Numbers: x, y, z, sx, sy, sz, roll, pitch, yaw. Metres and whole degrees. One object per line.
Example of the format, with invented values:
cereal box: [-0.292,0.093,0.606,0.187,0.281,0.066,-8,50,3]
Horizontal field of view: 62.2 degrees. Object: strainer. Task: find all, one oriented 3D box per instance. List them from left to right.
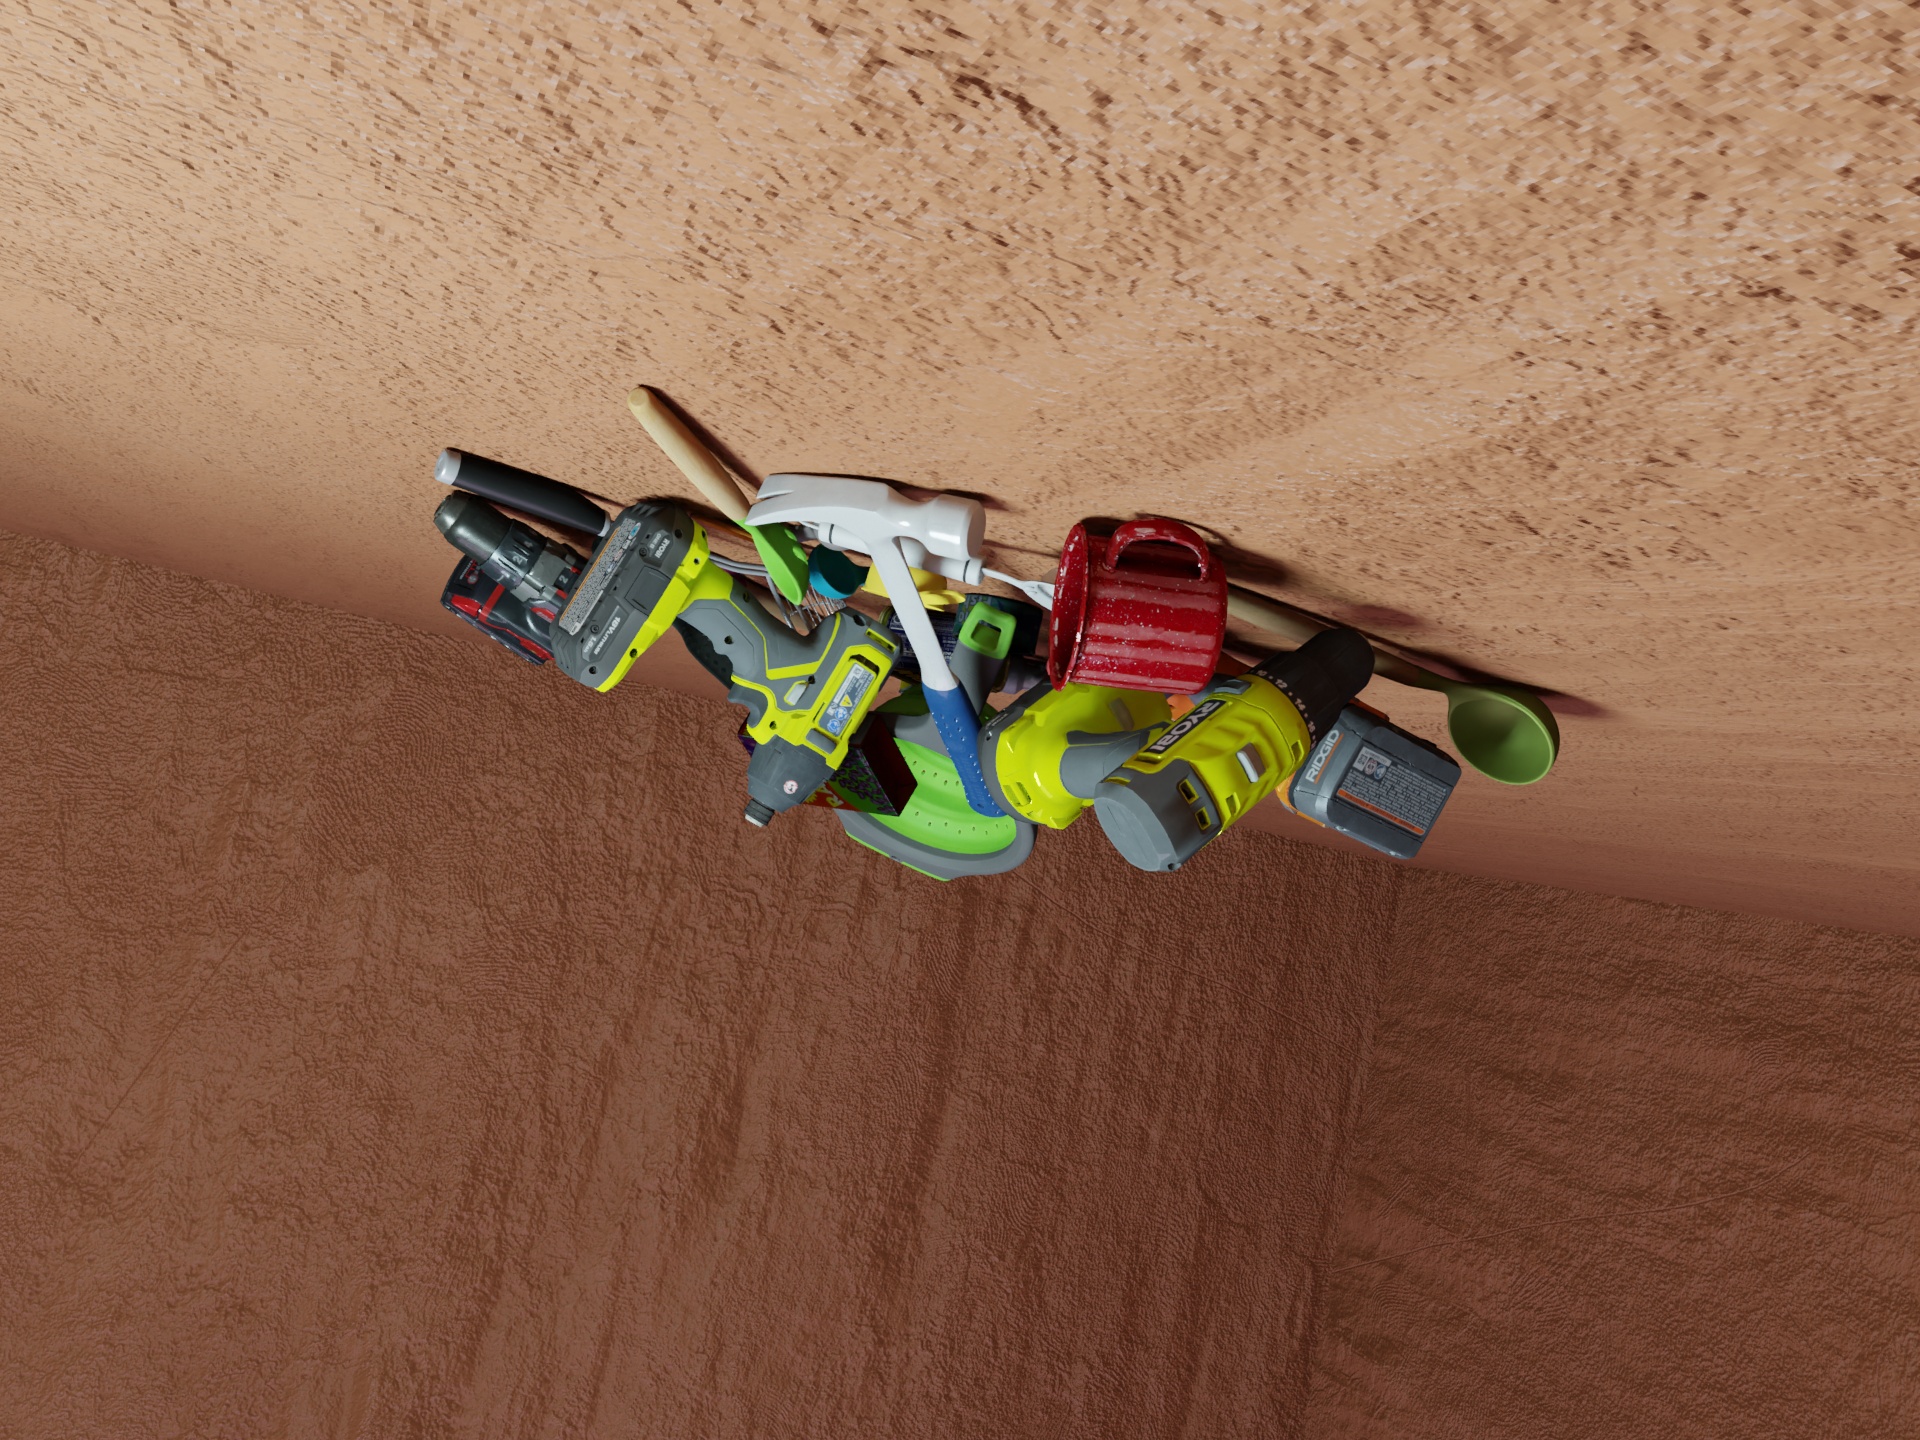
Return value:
strainer: [0.017,-0.093,0.979,0.258,0.050,0.086,17,173,12]

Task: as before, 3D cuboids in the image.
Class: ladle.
ladle: [0.274,-0.025,1.034,0.320,0.062,0.078,18,164,-31]

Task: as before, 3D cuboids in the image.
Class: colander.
colander: [-0.002,-0.004,1.276,0.204,0.094,0.396,25,148,2]

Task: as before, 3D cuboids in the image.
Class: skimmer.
skimmer: [-0.221,-0.101,1.176,0.363,0.090,0.127,18,-160,-35]

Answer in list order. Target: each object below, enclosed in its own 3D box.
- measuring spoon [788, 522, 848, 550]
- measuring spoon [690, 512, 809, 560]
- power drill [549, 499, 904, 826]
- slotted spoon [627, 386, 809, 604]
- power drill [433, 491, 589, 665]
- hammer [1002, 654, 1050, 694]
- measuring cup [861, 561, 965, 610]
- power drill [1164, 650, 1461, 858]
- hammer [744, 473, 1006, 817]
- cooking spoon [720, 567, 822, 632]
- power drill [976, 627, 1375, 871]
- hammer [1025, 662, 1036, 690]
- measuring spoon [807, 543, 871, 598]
measuring spoon: [-0.100,-0.121,1.071,0.034,0.018,0.124,14,176,-26]
measuring spoon: [-0.137,-0.130,1.133,0.116,0.011,0.021,18,175,-25]
power drill: [-0.167,-0.038,1.123,0.223,0.171,0.080,33,175,-31]
slotted spoon: [-0.136,-0.131,0.937,0.070,0.031,0.313,56,-179,13]
power drill: [-0.373,-0.119,1.344,0.187,0.080,0.227,36,165,-25]
hammer: [0.107,-0.032,1.305,0.143,0.038,0.386,11,180,0]
measuring cup: [-0.022,-0.094,1.062,0.062,0.029,0.156,14,179,-18]
power drill: [0.233,0.012,1.111,0.164,0.084,0.227,23,-173,-36]
hammer: [-0.021,-0.035,1.051,0.144,0.035,0.405,14,157,19]
cooking spoon: [-0.183,-0.111,1.401,0.069,0.017,0.318,12,175,21]
power drill: [0.127,0.006,0.971,0.080,0.190,0.228,60,159,-16]
hammer: [0.097,-0.023,1.664,0.130,0.031,0.331,12,176,9]
measuring spoon: [-0.068,-0.098,1.147,0.021,0.042,0.128,-30,159,30]
